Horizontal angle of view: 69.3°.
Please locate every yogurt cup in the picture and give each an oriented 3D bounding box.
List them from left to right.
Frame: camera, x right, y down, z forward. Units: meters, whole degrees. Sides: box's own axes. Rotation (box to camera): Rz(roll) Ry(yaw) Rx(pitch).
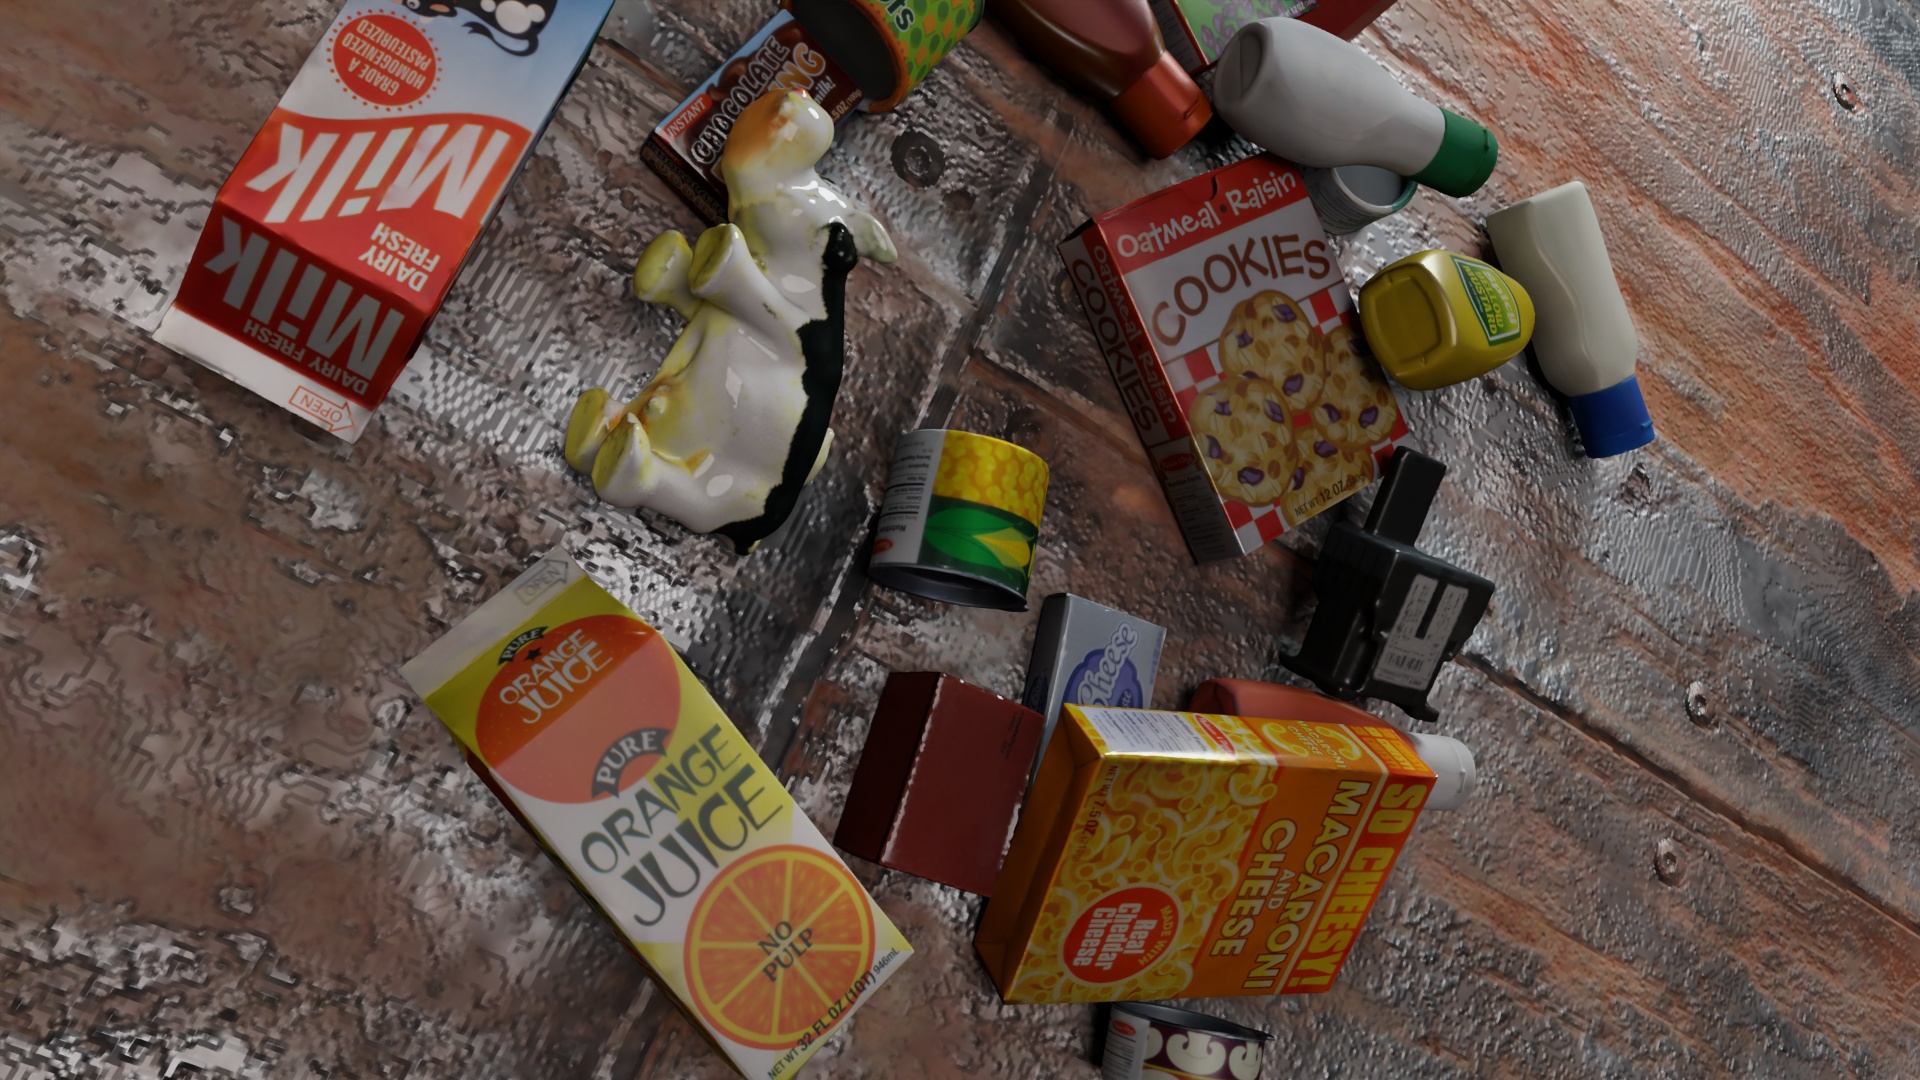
[{"bbox_3d":[0.202,-0.297,0.713,0.072,0.054,0.072,3,83,-26],"label":"yogurt cup"}]

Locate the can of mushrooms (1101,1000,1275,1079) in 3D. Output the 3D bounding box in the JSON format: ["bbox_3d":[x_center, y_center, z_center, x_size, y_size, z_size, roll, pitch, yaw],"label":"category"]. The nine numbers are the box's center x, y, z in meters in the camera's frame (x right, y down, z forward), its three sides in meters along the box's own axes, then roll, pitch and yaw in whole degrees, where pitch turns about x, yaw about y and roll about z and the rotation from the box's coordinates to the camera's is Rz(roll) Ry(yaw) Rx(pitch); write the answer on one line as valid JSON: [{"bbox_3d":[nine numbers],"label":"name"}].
[{"bbox_3d":[0.096,0.218,0.584,0.071,0.071,0.033,17,77,-23],"label":"can of mushrooms"}]

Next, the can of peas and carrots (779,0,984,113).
[{"bbox_3d":[-0.033,-0.224,0.580,0.071,0.071,0.059,44,68,-15],"label":"can of peas and carrots"}]

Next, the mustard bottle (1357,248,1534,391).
[{"bbox_3d":[0.256,-0.113,0.704,0.161,0.048,0.065,-13,80,-50],"label":"mustard bottle"}]

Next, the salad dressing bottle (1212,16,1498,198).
[{"bbox_3d":[0.192,-0.202,0.664,0.148,0.044,0.064,12,68,-26],"label":"salad dressing bottle"}]

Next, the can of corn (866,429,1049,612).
[{"bbox_3d":[0.002,-0.007,0.570,0.071,0.071,0.058,17,76,-23],"label":"can of corn"}]

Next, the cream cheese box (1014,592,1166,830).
[{"bbox_3d":[0.054,0.080,0.607,0.053,0.024,0.104,19,75,-22],"label":"cream cheese box"}]

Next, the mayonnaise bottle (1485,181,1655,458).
[{"bbox_3d":[0.339,-0.119,0.764,0.065,0.041,0.148,-23,95,-33],"label":"mayonnaise bottle"}]

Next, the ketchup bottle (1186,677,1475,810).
[{"bbox_3d":[0.174,0.104,0.651,0.149,0.043,0.064,10,91,-25],"label":"ketchup bottle"}]

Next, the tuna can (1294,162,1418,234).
[{"bbox_3d":[0.201,-0.196,0.711,0.071,0.032,0.071,3,82,-25],"label":"tuna can"}]

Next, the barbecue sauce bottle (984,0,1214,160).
[{"bbox_3d":[0.057,-0.243,0.641,0.148,0.043,0.065,45,75,-15],"label":"barbecue sauce bottle"}]

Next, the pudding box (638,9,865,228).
[{"bbox_3d":[-0.085,-0.171,0.570,0.049,0.030,0.084,45,67,-14],"label":"pudding box"}]

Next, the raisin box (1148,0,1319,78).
[{"bbox_3d":[0.109,-0.294,0.676,0.086,0.040,0.123,-34,100,-25],"label":"raisin box"}]

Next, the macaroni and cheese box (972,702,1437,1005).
[{"bbox_3d":[0.103,0.133,0.583,0.167,0.040,0.123,7,114,-26],"label":"macaroni and cheese box"}]

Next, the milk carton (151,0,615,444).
[{"bbox_3d":[-0.196,-0.132,0.486,0.072,0.073,0.191,30,71,-20],"label":"milk carton"}]

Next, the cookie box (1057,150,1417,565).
[{"bbox_3d":[0.135,-0.090,0.660,0.123,0.040,0.167,-26,95,-27],"label":"cookie box"}]

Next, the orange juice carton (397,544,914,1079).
[{"bbox_3d":[-0.110,0.098,0.497,0.072,0.073,0.192,-41,101,-24],"label":"orange juice carton"}]
